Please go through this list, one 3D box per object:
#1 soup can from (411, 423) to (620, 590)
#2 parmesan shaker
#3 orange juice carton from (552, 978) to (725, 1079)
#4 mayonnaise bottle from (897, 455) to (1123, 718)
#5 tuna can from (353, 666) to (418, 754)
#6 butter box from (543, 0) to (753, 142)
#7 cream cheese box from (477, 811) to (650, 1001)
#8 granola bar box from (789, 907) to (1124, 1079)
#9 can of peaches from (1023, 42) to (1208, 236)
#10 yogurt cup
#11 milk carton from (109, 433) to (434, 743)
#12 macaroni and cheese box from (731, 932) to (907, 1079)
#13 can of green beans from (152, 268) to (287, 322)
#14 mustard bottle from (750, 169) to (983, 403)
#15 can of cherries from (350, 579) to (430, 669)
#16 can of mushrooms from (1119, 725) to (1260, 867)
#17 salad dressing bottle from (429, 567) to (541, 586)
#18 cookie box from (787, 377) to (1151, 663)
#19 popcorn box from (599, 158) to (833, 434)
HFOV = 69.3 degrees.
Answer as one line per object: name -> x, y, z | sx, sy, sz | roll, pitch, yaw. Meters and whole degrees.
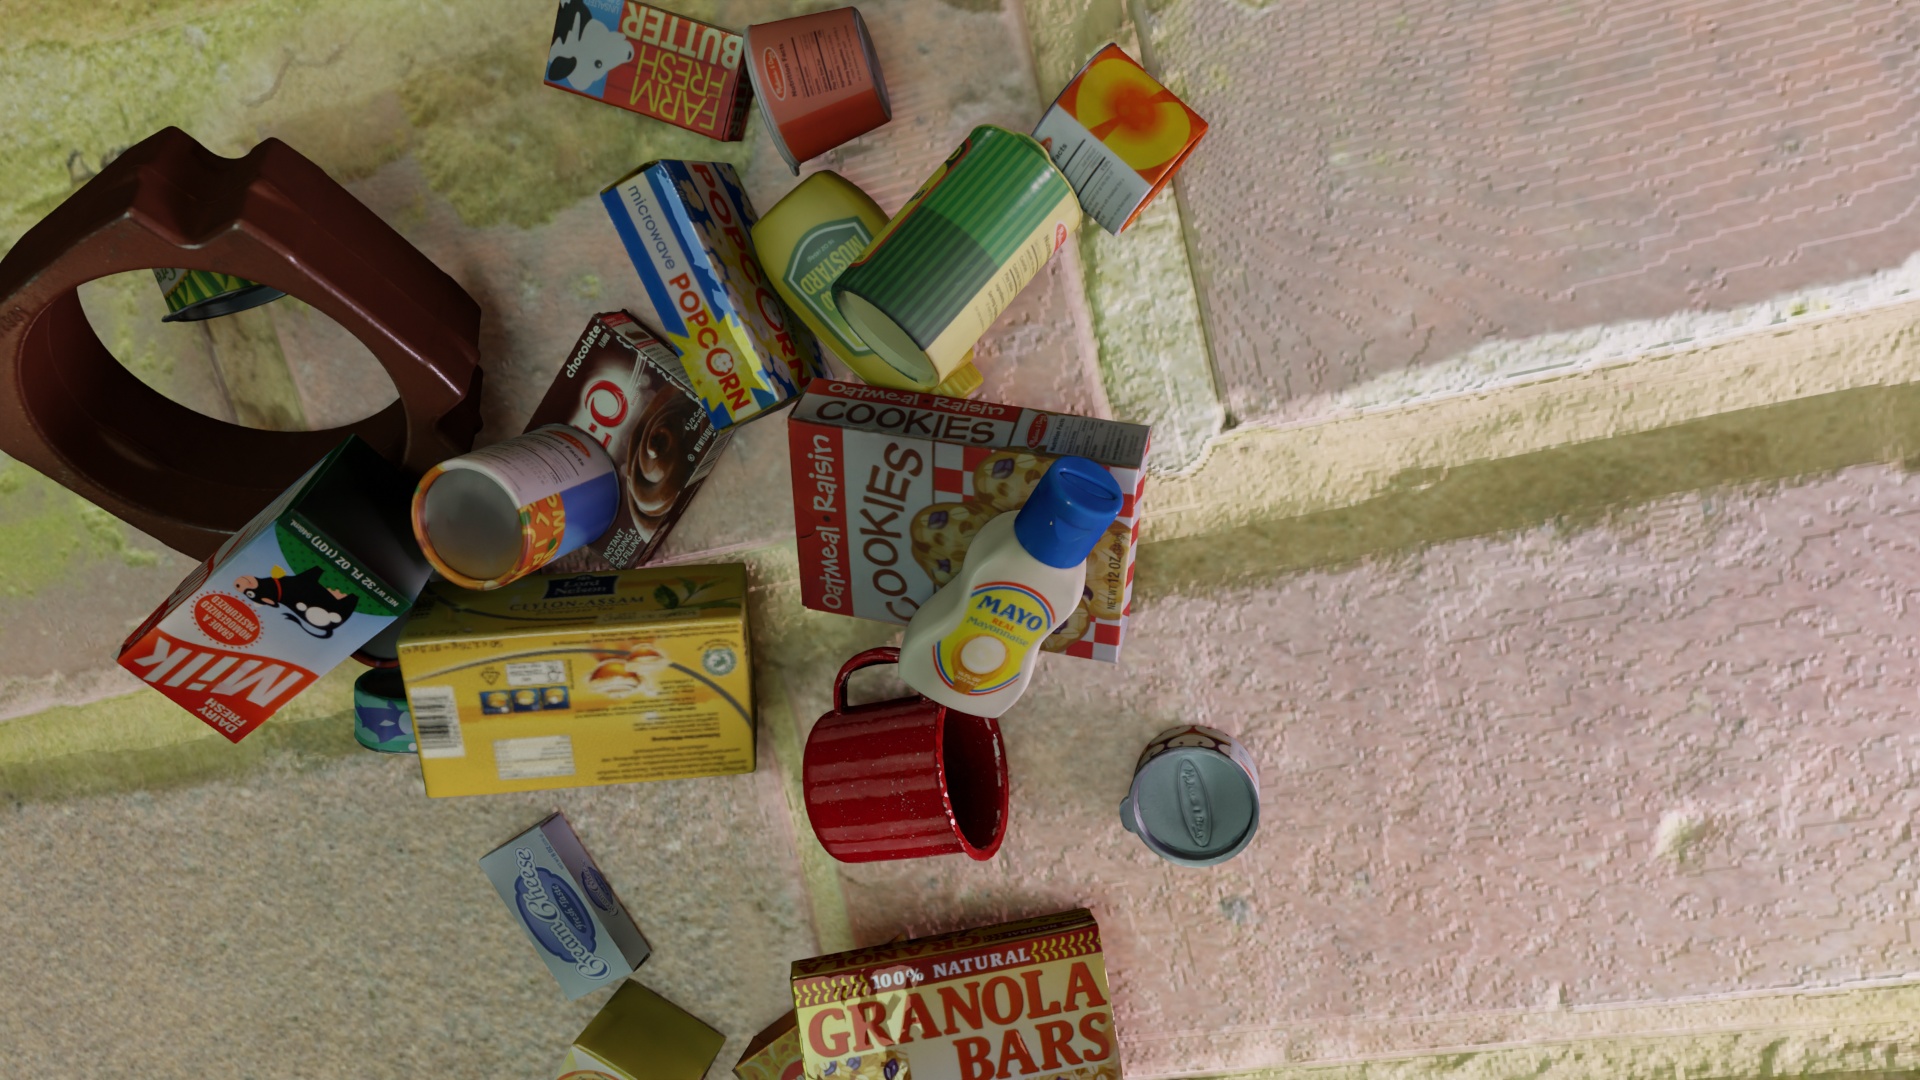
soup can -> -0.221, -0.015, 0.693 | 0.071, 0.084, 0.071 | 5, 107, 16
parmesan shaker -> -0.002, -0.130, 0.629 | 0.071, 0.071, 0.103 | 40, 78, 1
orange juice carton -> -0.222, 0.368, 0.832 | 0.073, 0.072, 0.192 | 30, 108, 5
mayonnaise bottle -> 0.025, 0.023, 0.645 | 0.065, 0.041, 0.147 | 24, 132, -9
tuna can -> -0.311, 0.093, 0.790 | 0.071, 0.071, 0.032 | 8, 104, 11
butter box -> -0.154, -0.239, 0.695 | 0.103, 0.024, 0.053 | 20, 106, 8
cream cheese box -> -0.235, 0.218, 0.824 | 0.053, 0.024, 0.103 | -30, 95, 19
granola bar box -> 0.001, 0.273, 0.737 | 0.166, 0.039, 0.124 | -9, 89, -4
can of peaches -> 0.072, -0.184, 0.635 | 0.058, 0.071, 0.071 | 41, 109, 1
yogurt cup -> -0.066, -0.218, 0.660 | 0.054, 0.072, 0.072 | -16, 100, 8
milk carton -> -0.352, 0.036, 0.708 | 0.190, 0.074, 0.072 | -32, 117, 22
macaroni and cheese box -> -0.029, 0.326, 0.794 | 0.123, 0.040, 0.166 | -39, 92, 18
can of green beans -> -0.402, -0.156, 0.750 | 0.071, 0.071, 0.057 | -17, 99, 16
mustard bottle -> -0.033, -0.106, 0.685 | 0.065, 0.049, 0.160 | -39, 94, 13
can of cherries -> -0.310, 0.034, 0.779 | 0.071, 0.058, 0.071 | 3, 104, 13
can of mushrooms -> 0.119, 0.131, 0.717 | 0.071, 0.033, 0.071 | 3, 105, 12
salad dressing bottle -> -0.255, 0.039, 0.769 | 0.044, 0.064, 0.147 | -2, 112, 25
cookie box -> 0.002, -0.009, 0.682 | 0.167, 0.040, 0.122 | 9, 130, 10
popcorn box -> -0.117, -0.122, 0.682 | 0.038, 0.085, 0.126 | -23, 97, 17
